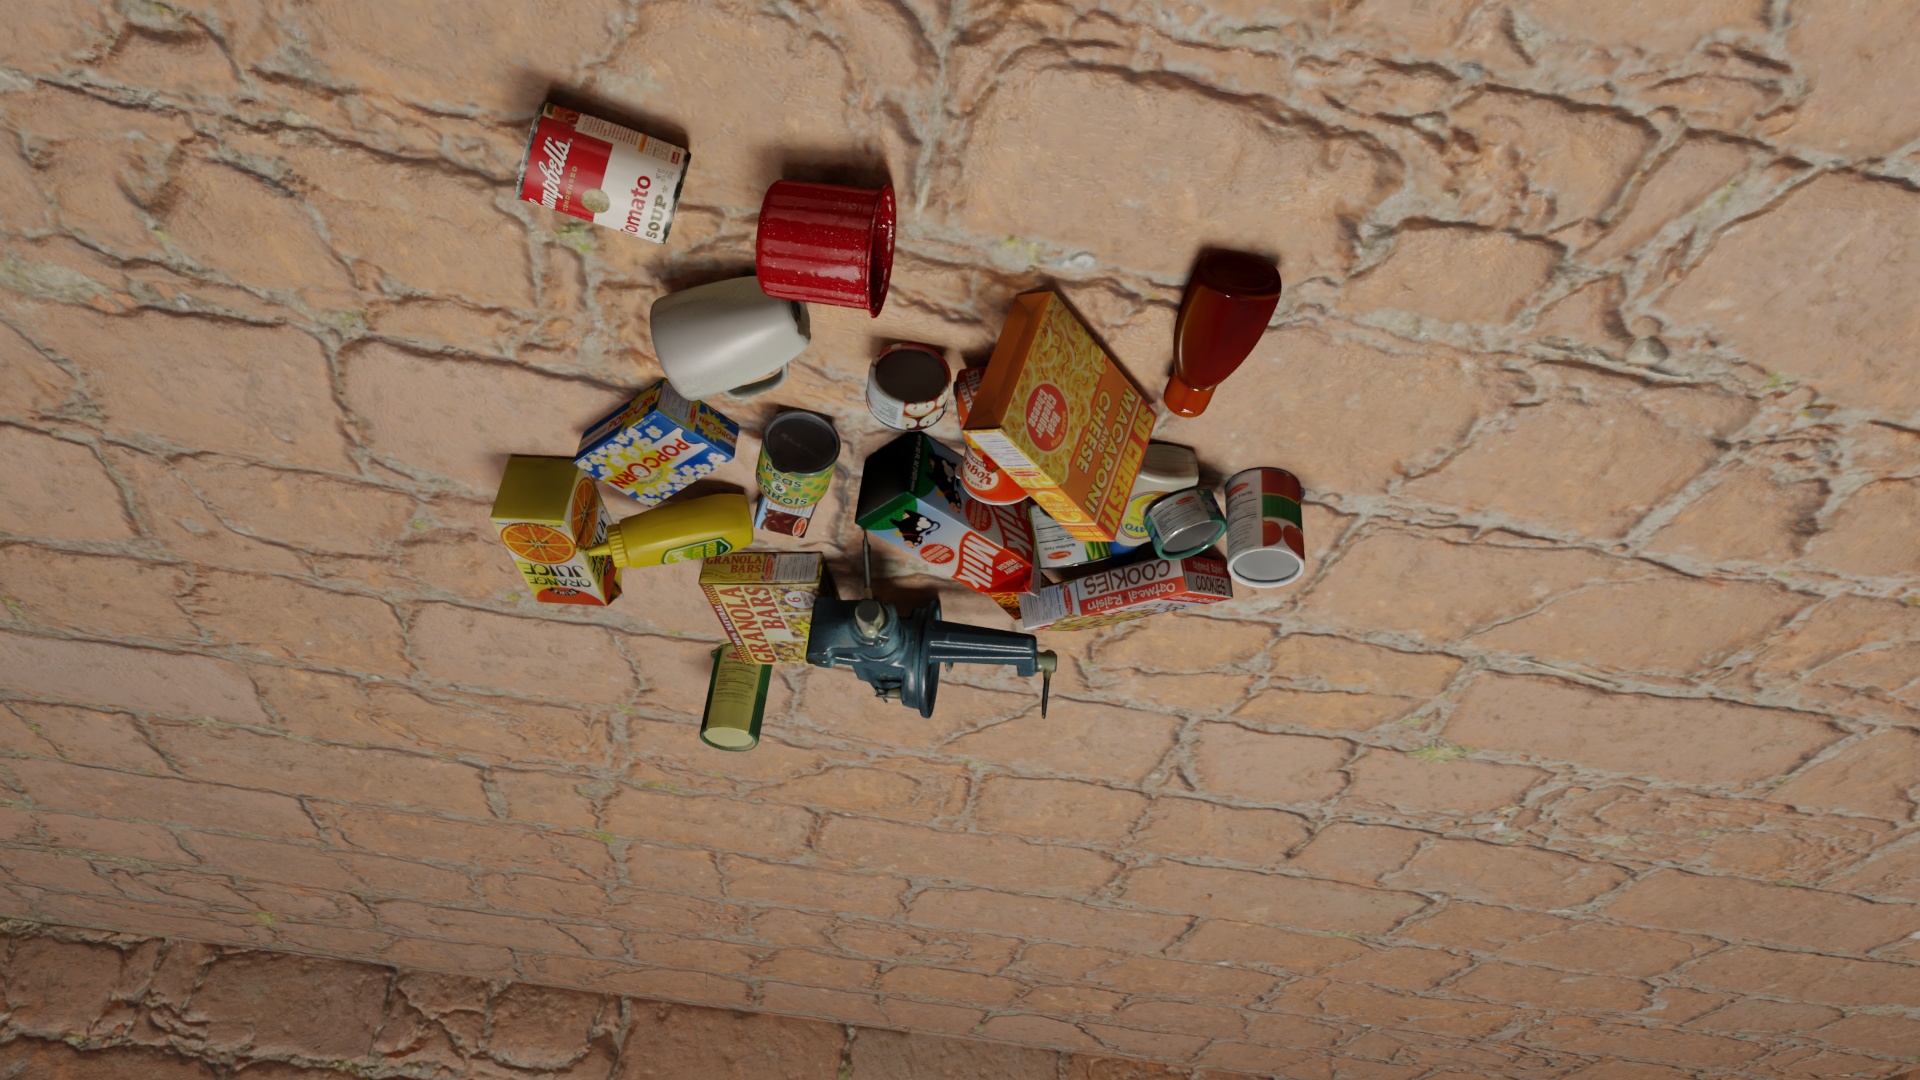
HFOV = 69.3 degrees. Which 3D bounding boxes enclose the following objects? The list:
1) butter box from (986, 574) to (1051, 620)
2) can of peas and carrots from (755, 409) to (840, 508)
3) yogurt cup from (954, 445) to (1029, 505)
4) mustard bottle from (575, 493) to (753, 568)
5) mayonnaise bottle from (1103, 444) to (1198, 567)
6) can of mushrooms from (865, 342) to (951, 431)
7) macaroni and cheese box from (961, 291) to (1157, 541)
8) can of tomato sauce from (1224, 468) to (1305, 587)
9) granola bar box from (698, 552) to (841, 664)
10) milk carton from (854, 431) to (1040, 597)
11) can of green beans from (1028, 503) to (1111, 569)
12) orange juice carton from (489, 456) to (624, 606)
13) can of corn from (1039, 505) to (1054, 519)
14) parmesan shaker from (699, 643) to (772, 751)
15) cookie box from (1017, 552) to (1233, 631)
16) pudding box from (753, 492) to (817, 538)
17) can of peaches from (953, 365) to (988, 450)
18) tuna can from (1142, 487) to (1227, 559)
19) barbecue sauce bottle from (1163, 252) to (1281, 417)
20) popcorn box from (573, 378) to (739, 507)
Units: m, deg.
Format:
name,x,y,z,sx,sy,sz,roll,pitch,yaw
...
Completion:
name,x,y,z,sx,sy,sz,roll,pitch,yaw
butter box,0.051,0.041,1.367,0.053,0.024,0.103,-15,141,29
can of peas and carrots,-0.141,-0.067,1.191,0.071,0.071,0.058,12,146,-9
yogurt cup,0.034,-0.072,1.167,0.072,0.073,0.053,5,138,2
mustard bottle,-0.273,-0.004,1.281,0.160,0.049,0.065,-12,161,-13
mayonnaise bottle,0.160,-0.028,1.231,0.065,0.041,0.147,4,147,-11
can of mushrooms,-0.039,-0.123,1.100,0.071,0.071,0.033,8,145,-3
macaroni and cheese box,0.081,-0.092,1.071,0.040,0.124,0.166,2,151,41
can of tomato sauce,0.265,-0.010,1.205,0.071,0.083,0.070,4,146,3
granola bar box,-0.186,0.074,1.438,0.124,0.039,0.164,0,146,10
milk carton,0.004,-0.016,1.246,0.190,0.073,0.073,29,139,-32
can of green beans,0.097,-0.008,1.232,0.071,0.058,0.071,-10,-178,0
orange juice carton,-0.379,0.004,1.333,0.072,0.073,0.191,3,147,5
can of corn,0.102,-0.054,1.176,0.071,0.071,0.058,10,145,-6
parmesan shaker,-0.251,0.175,1.542,0.071,0.103,0.071,4,146,3
cookie box,0.157,0.050,1.309,0.167,0.040,0.123,-15,168,28
pudding box,-0.158,-0.038,1.274,0.050,0.030,0.083,13,146,-12
can of peaches,0.032,-0.109,1.105,0.058,0.071,0.071,-7,144,17
tuna can,0.194,-0.013,1.197,0.071,0.033,0.070,-17,153,-9
barbecue sauce bottle,0.189,-0.150,1.044,0.065,0.044,0.147,9,147,-4
popcorn box,-0.266,-0.083,1.217,0.126,0.038,0.085,-25,135,38
